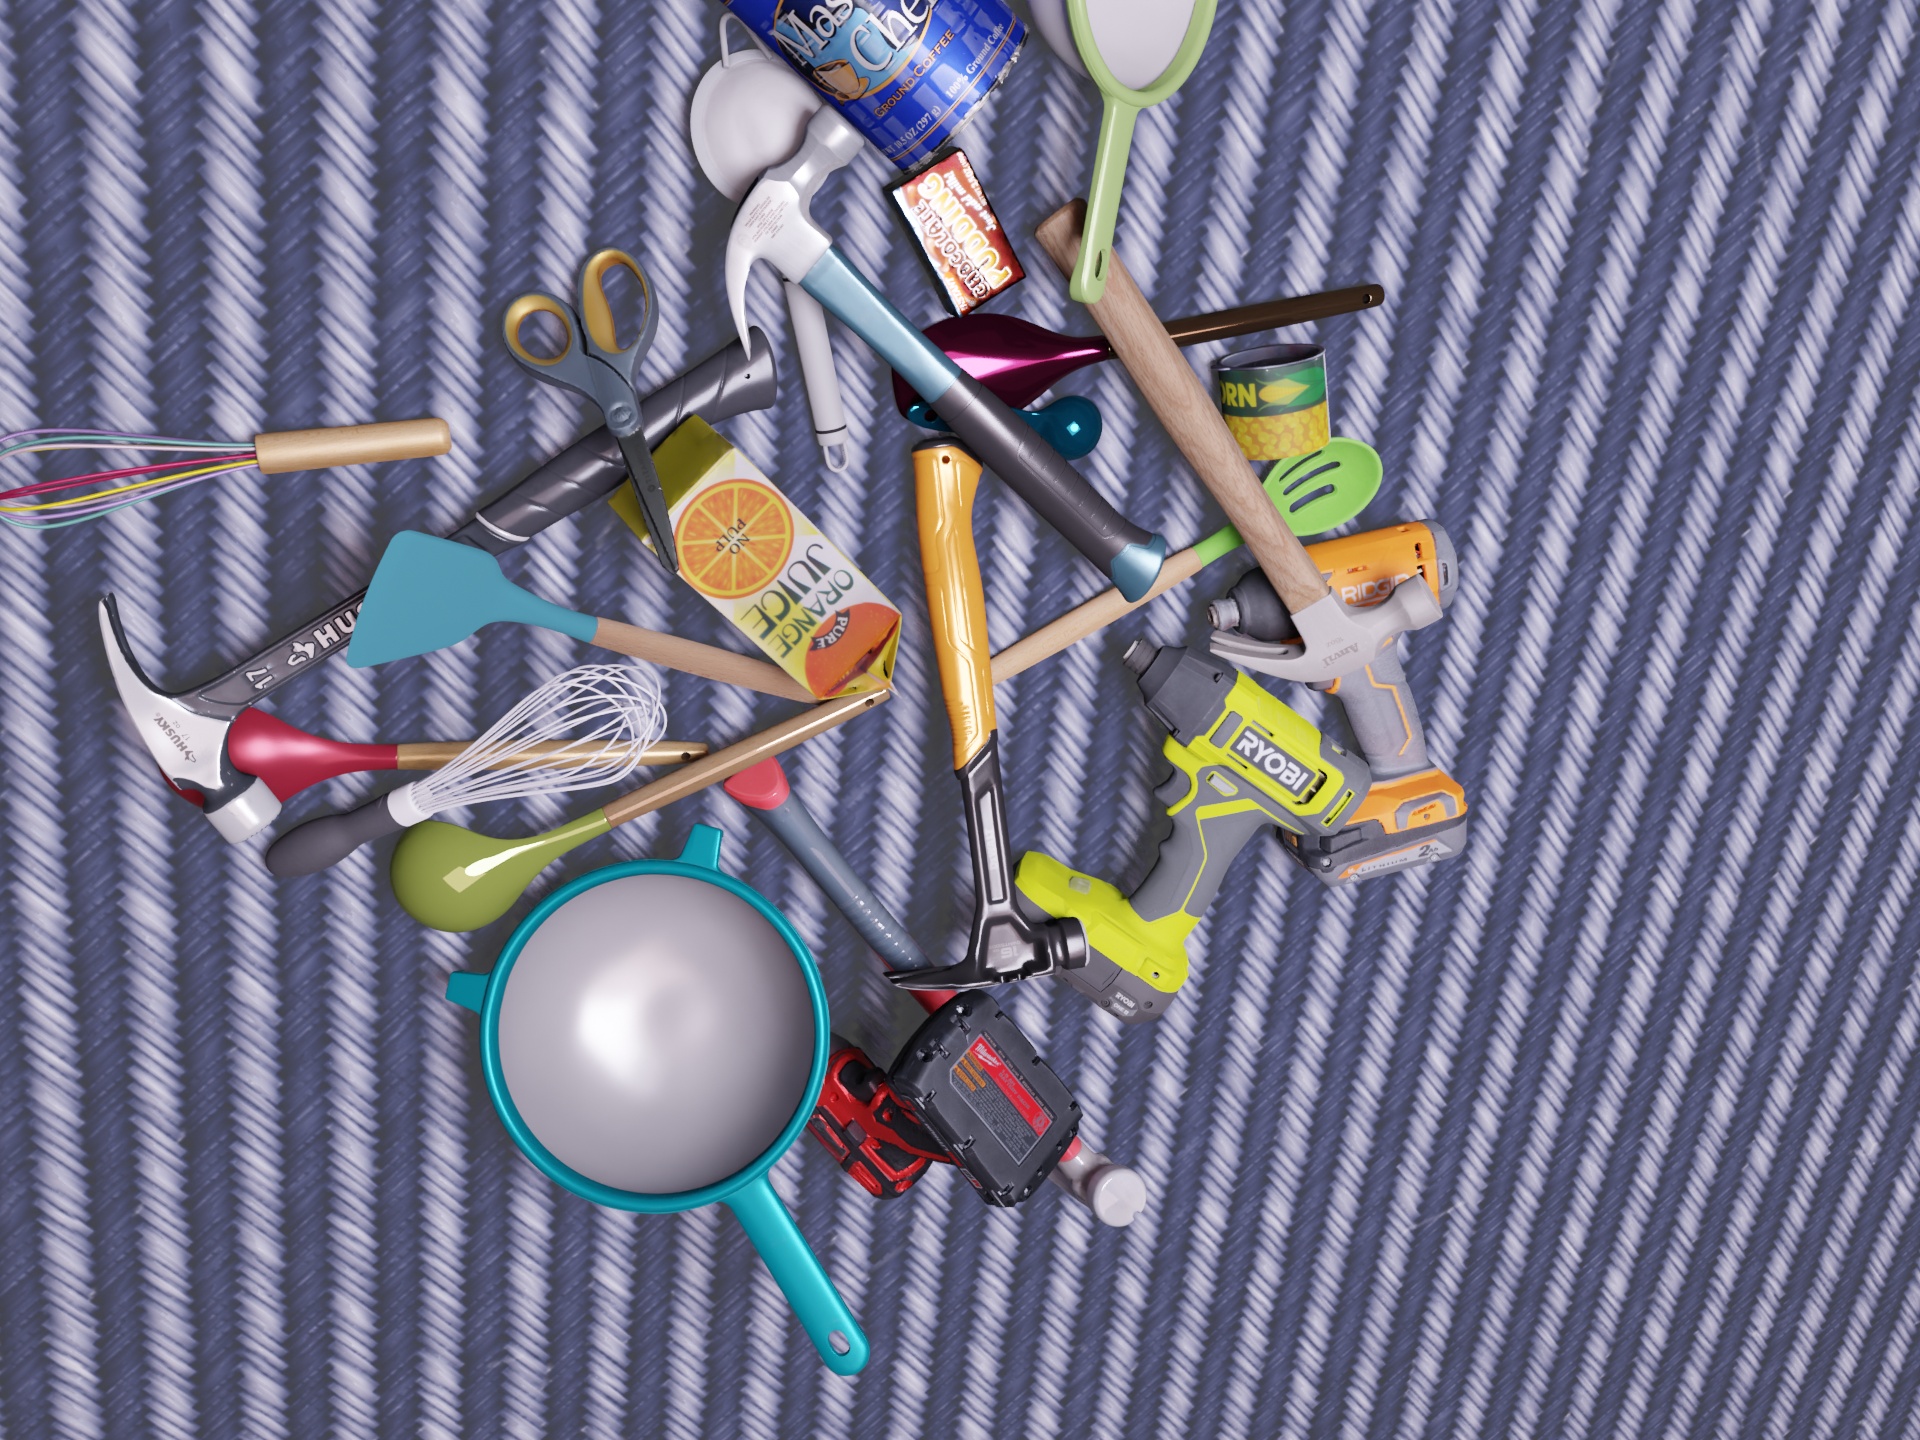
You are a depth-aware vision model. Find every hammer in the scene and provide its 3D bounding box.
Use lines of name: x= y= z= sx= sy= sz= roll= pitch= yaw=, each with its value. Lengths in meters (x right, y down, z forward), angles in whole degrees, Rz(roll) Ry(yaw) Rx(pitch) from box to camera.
hammer: x=-0.278 y=-0.102 z=0.891 sx=0.409 sy=0.036 sz=0.149 roll=-34 pitch=113 yaw=-8
hammer: x=-0.025 y=0.175 z=1.054 sx=0.038 sy=0.143 sz=0.386 roll=-42 pitch=103 yaw=-14
hammer: x=0.002 y=-0.184 z=0.910 sx=0.330 sy=0.033 sz=0.128 roll=40 pitch=106 yaw=-23
hammer: x=0.148 y=-0.164 z=0.960 sx=0.130 sy=0.031 sz=0.331 roll=-31 pitch=103 yaw=24
hammer: x=-0.002 y=-0.003 z=0.972 sx=0.127 sy=0.034 sz=0.337 roll=-8 pitch=95 yaw=-13

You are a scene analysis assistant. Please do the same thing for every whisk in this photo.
whisk: x=-0.287 y=0.035 z=0.903 sx=0.284 sy=0.070 sz=0.070 roll=-21 pitch=116 yaw=19
whisk: x=-0.401 y=-0.138 z=0.858 sx=0.245 sy=0.047 sz=0.051 roll=-9 pitch=110 yaw=-16

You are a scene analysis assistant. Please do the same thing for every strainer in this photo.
strainer: x=-0.092 y=-0.264 z=0.902 sx=0.087 sy=0.050 sz=0.258 roll=-22 pitch=117 yaw=-23
strainer: x=-0.149 y=0.244 z=0.991 sx=0.211 sy=0.095 sz=0.340 roll=-32 pitch=89 yaw=0
strainer: x=0.071 y=-0.366 z=0.882 sx=0.151 sy=0.069 sz=0.256 roll=-11 pitch=115 yaw=-52

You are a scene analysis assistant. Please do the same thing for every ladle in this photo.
ladle: x=-0.308 y=0.022 z=0.949 sx=0.315 sy=0.031 sz=0.069 roll=-1 pitch=109 yaw=-17
ladle: x=-0.193 y=0.042 z=0.971 sx=0.320 sy=0.062 sz=0.078 roll=-25 pitch=123 yaw=-8

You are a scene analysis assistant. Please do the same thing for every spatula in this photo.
spatula: x=-0.186 y=-0.039 z=0.914 sx=0.317 sy=0.044 sz=0.082 roll=15 pitch=112 yaw=-35

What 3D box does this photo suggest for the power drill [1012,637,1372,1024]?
power drill: x=0.129 y=0.069 z=1.028 sx=0.171 sy=0.080 sz=0.223 roll=35 pitch=106 yaw=-1

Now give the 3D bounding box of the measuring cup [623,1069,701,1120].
measuring cup: x=-0.167 y=0.232 z=1.053 sx=0.083 sy=0.038 sz=0.167 roll=37 pitch=98 yaw=-23

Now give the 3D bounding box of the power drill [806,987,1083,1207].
power drill: x=-0.036 y=0.237 z=1.005 sx=0.143 sy=0.219 sz=0.078 roll=52 pitch=57 yaw=-10

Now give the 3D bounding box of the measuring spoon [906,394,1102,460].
measuring spoon: x=0.030 y=-0.178 z=0.963 sx=0.128 sy=0.021 sz=0.042 roll=1 pitch=124 yaw=-22

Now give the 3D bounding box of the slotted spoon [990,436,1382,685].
slotted spoon: x=0.129 y=-0.095 z=1.028 sx=0.314 sy=0.031 sz=0.070 roll=-30 pitch=128 yaw=-2

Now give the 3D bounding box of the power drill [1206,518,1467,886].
power drill: x=0.253 y=-0.010 z=1.065 sx=0.164 sy=0.084 sz=0.226 roll=-13 pitch=108 yaw=-8

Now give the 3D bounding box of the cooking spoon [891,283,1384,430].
cooking spoon: x=0.113 y=-0.234 z=0.978 sx=0.319 sy=0.017 sz=0.068 roll=-13 pitch=112 yaw=-10
